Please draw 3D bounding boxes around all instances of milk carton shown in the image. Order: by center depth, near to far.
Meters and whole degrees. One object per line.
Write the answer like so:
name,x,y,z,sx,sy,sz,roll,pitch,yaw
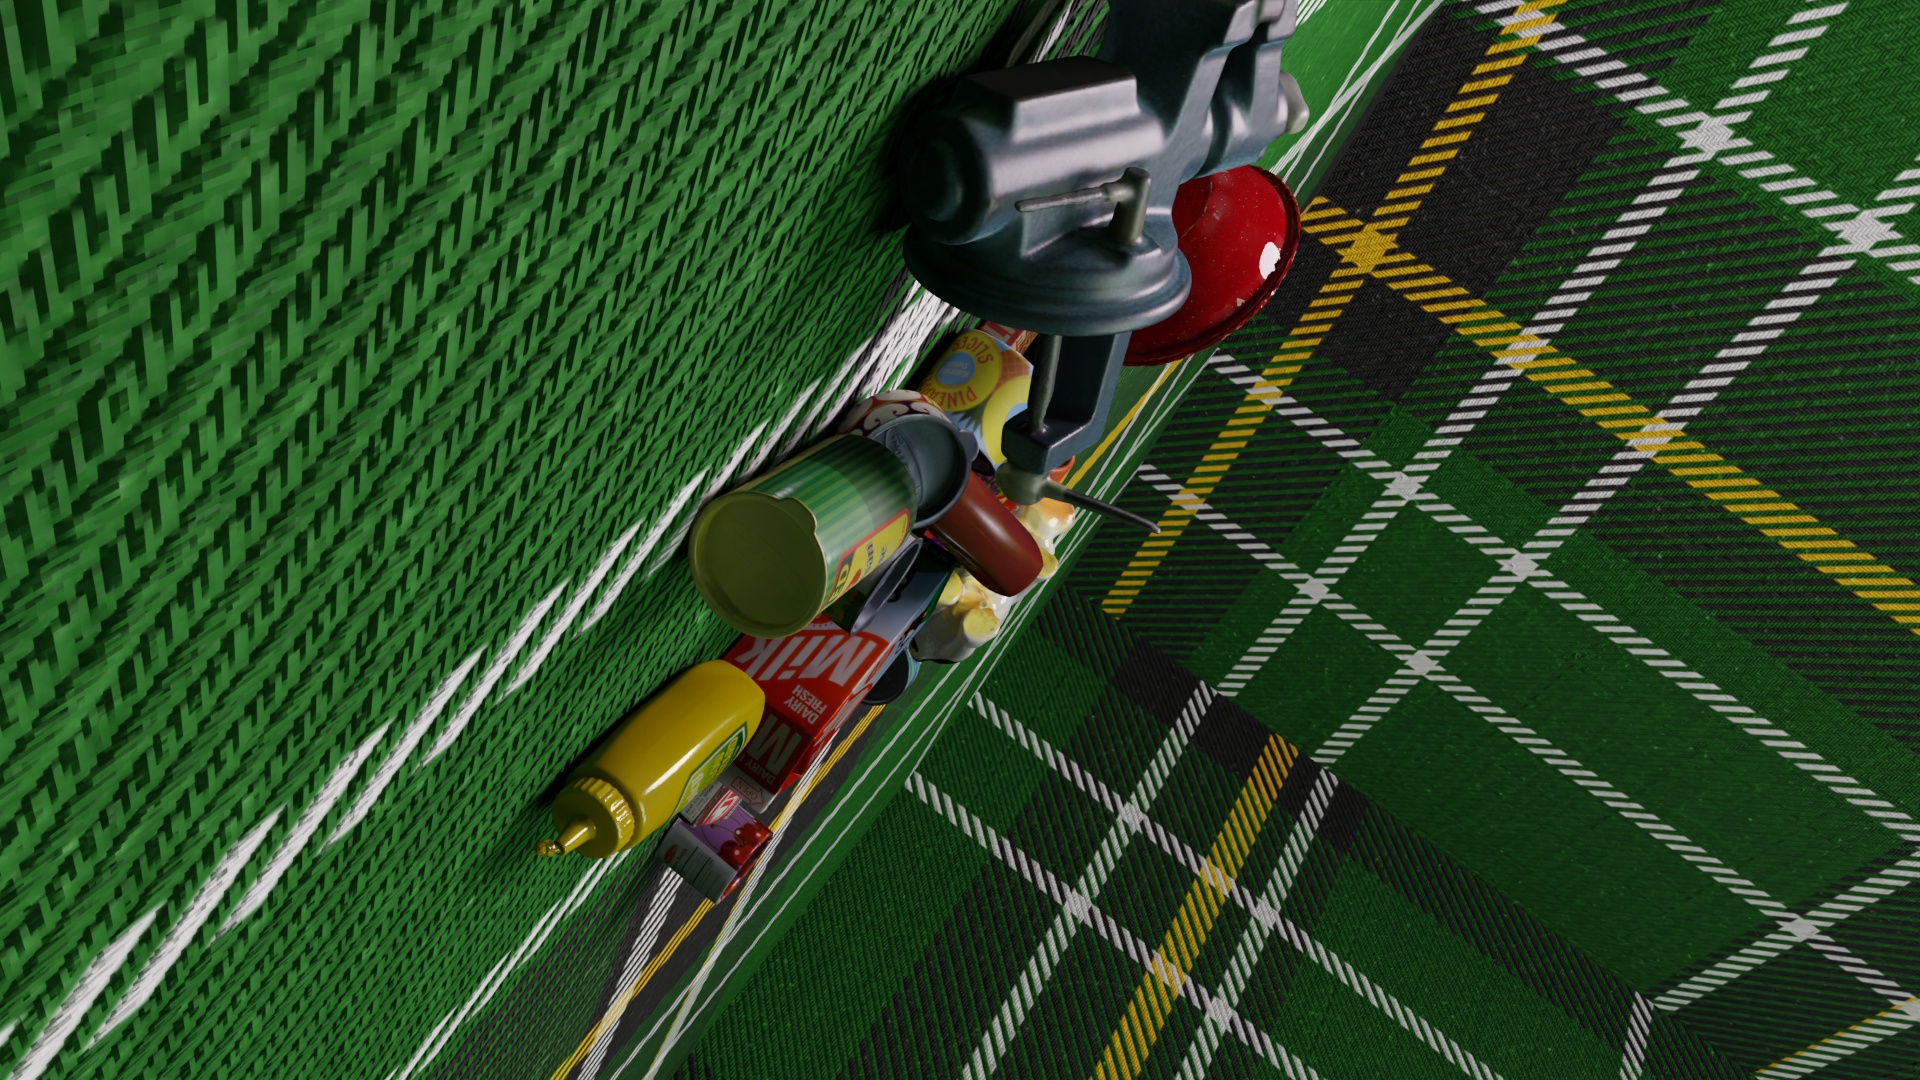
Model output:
milk carton,-0.088,0.071,0.839,0.191,0.072,0.073,-50,172,-30

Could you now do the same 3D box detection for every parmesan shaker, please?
parmesan shaker,-0.066,-0.007,0.630,0.071,0.071,0.103,-58,172,27

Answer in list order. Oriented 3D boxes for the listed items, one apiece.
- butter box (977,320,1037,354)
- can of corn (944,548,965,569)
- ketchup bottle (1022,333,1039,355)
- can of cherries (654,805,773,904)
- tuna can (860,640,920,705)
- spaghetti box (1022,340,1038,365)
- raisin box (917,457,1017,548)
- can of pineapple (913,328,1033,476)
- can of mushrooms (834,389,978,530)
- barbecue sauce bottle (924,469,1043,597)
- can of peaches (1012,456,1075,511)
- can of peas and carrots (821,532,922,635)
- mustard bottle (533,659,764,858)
butter box,0.027,-0.125,0.860,0.103,0.024,0.053,-53,173,-7
can of corn,0.004,-0.013,1.001,0.071,0.058,0.071,-165,-95,-86
ketchup bottle,0.062,-0.130,0.989,0.148,0.043,0.065,-57,164,25
can of cherries,-0.177,0.220,1.013,0.071,0.058,0.071,-53,172,-10
tuna can,-0.066,0.096,1.122,0.071,0.071,0.033,-57,174,19
spaghetti box,0.099,-0.144,0.935,0.250,0.029,0.050,-42,145,7
raisin box,0.008,-0.039,0.897,0.086,0.040,0.122,-18,161,-38
can of pineapple,0.009,-0.080,0.791,0.058,0.071,0.071,-54,173,-10
can of mushrooms,-0.028,-0.042,0.703,0.071,0.071,0.033,-56,-146,14
barbecue sauce bottle,-0.006,-0.022,0.792,0.043,0.065,0.148,-45,141,0
can of peaches,0.056,-0.060,1.179,0.071,0.071,0.057,-45,168,-51
can of peas and carrots,-0.064,0.010,0.765,0.071,0.059,0.071,-53,173,-9
mustard bottle,-0.157,0.117,0.693,0.065,0.049,0.161,-60,171,31
